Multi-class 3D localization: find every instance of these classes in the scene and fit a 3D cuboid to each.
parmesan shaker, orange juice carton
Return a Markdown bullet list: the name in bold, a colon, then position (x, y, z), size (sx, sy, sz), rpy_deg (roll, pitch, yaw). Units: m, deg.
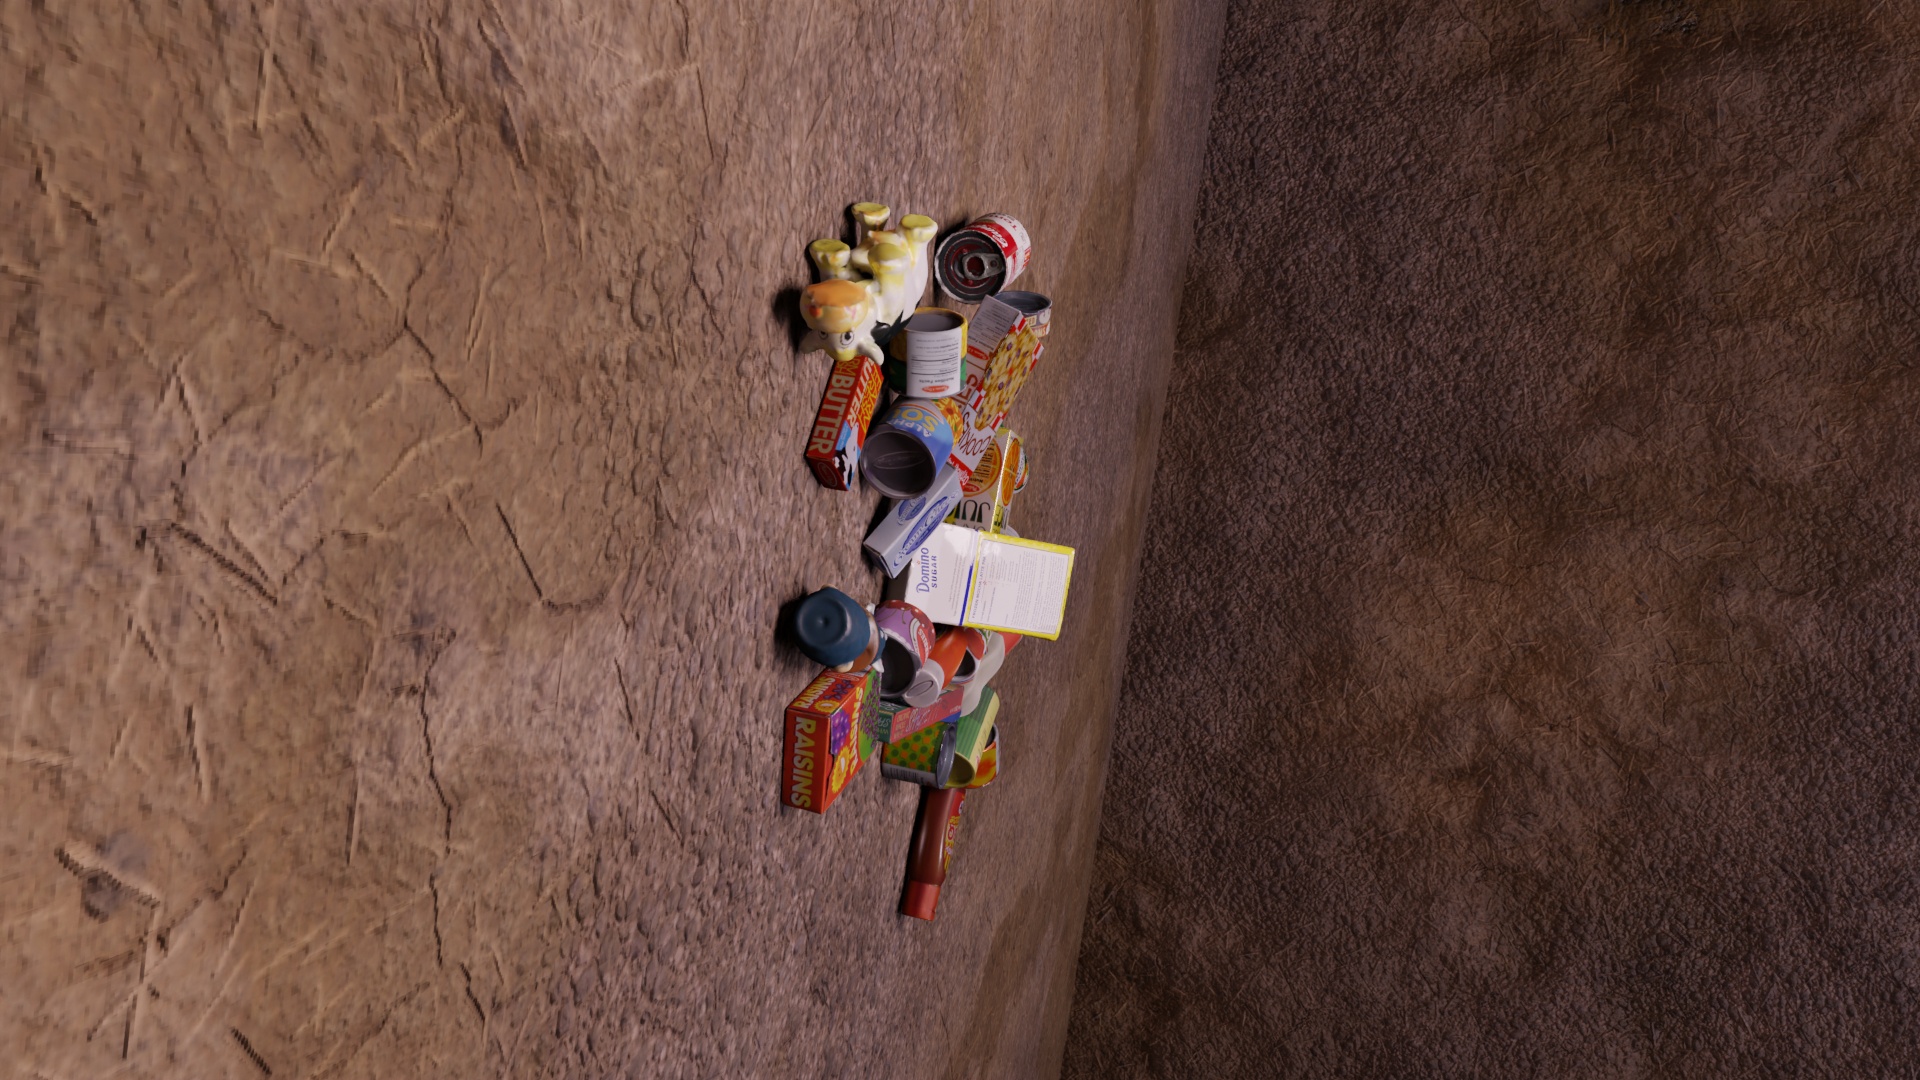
- **parmesan shaker**: position (-0.003, 0.210, 1.513), size (0.103, 0.071, 0.071), rpy_deg (-67, 161, -45)
- **orange juice carton**: position (0.005, -0.017, 1.373), size (0.072, 0.073, 0.192), rpy_deg (22, 79, -76)

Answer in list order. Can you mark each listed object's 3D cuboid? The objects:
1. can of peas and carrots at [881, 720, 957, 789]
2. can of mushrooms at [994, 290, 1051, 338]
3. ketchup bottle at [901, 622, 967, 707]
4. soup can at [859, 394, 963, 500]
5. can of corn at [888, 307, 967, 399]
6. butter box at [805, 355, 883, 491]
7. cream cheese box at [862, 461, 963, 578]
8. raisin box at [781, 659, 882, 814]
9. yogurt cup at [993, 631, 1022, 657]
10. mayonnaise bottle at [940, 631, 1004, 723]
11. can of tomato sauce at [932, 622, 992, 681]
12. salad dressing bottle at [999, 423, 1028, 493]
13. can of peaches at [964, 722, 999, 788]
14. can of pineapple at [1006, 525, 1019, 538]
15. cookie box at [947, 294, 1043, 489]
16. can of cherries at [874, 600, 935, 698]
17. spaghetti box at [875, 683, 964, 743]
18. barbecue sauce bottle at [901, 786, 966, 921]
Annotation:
- **can of peas and carrots**: position (-0.040, 0.205, 1.371), size (0.071, 0.059, 0.071), rpy_deg (7, 92, -77)
- **can of mushrooms**: position (0.063, -0.238, 1.470), size (0.071, 0.071, 0.033), rpy_deg (-58, 155, -58)
- **ketchup bottle**: position (-0.029, 0.117, 1.296), size (0.043, 0.064, 0.149), rpy_deg (60, 10, -8)
- **soup can**: position (-0.041, -0.085, 1.159), size (0.084, 0.071, 0.071), rpy_deg (-62, 157, -54)
- **can of corn**: position (-0.028, -0.159, 1.163), size (0.071, 0.071, 0.058), rpy_deg (-58, 154, -58)
- **butter box**: position (-0.087, -0.095, 1.051), size (0.053, 0.024, 0.104), rpy_deg (70, 32, -65)
- **cream cheese box**: position (-0.039, -0.019, 1.211), size (0.104, 0.024, 0.053), rpy_deg (-50, 158, -14)
- **raisin box**: position (-0.102, 0.154, 1.124), size (0.124, 0.040, 0.085), rpy_deg (-44, 142, -67)
- **yogurt cup**: position (0.031, 0.110, 1.589), size (0.054, 0.072, 0.072), rpy_deg (-53, 151, -46)
- **mayonnaise bottle**: position (-0.003, 0.153, 1.486), size (0.149, 0.065, 0.041), rpy_deg (-59, 152, -47)
- **can of tomato sauce**: position (0.000, 0.094, 1.435), size (0.083, 0.071, 0.070), rpy_deg (-66, 160, -44)
- **salad dressing bottle**: position (0.043, -0.094, 1.539), size (0.147, 0.044, 0.064), rpy_deg (52, 50, -71)
- **can of peaches**: position (0.009, 0.241, 1.586), size (0.071, 0.071, 0.057), rpy_deg (-64, 159, -49)
- **can of pineapple**: position (0.027, 0.019, 1.507), size (0.070, 0.071, 0.058), rpy_deg (83, 21, -50)
- **cookie box**: position (0.010, -0.130, 1.281), size (0.167, 0.040, 0.123), rpy_deg (-60, 165, -1)
- **can of cherries**: position (-0.058, 0.093, 1.194), size (0.059, 0.071, 0.071), rpy_deg (-57, 153, -59)
- **spaghetti box**: position (-0.051, 0.158, 1.312), size (0.250, 0.050, 0.028), rpy_deg (0, 99, -76)
- **barbecue sauce bottle**: position (-0.031, 0.341, 1.530), size (0.064, 0.044, 0.149), rpy_deg (62, 40, -71)
